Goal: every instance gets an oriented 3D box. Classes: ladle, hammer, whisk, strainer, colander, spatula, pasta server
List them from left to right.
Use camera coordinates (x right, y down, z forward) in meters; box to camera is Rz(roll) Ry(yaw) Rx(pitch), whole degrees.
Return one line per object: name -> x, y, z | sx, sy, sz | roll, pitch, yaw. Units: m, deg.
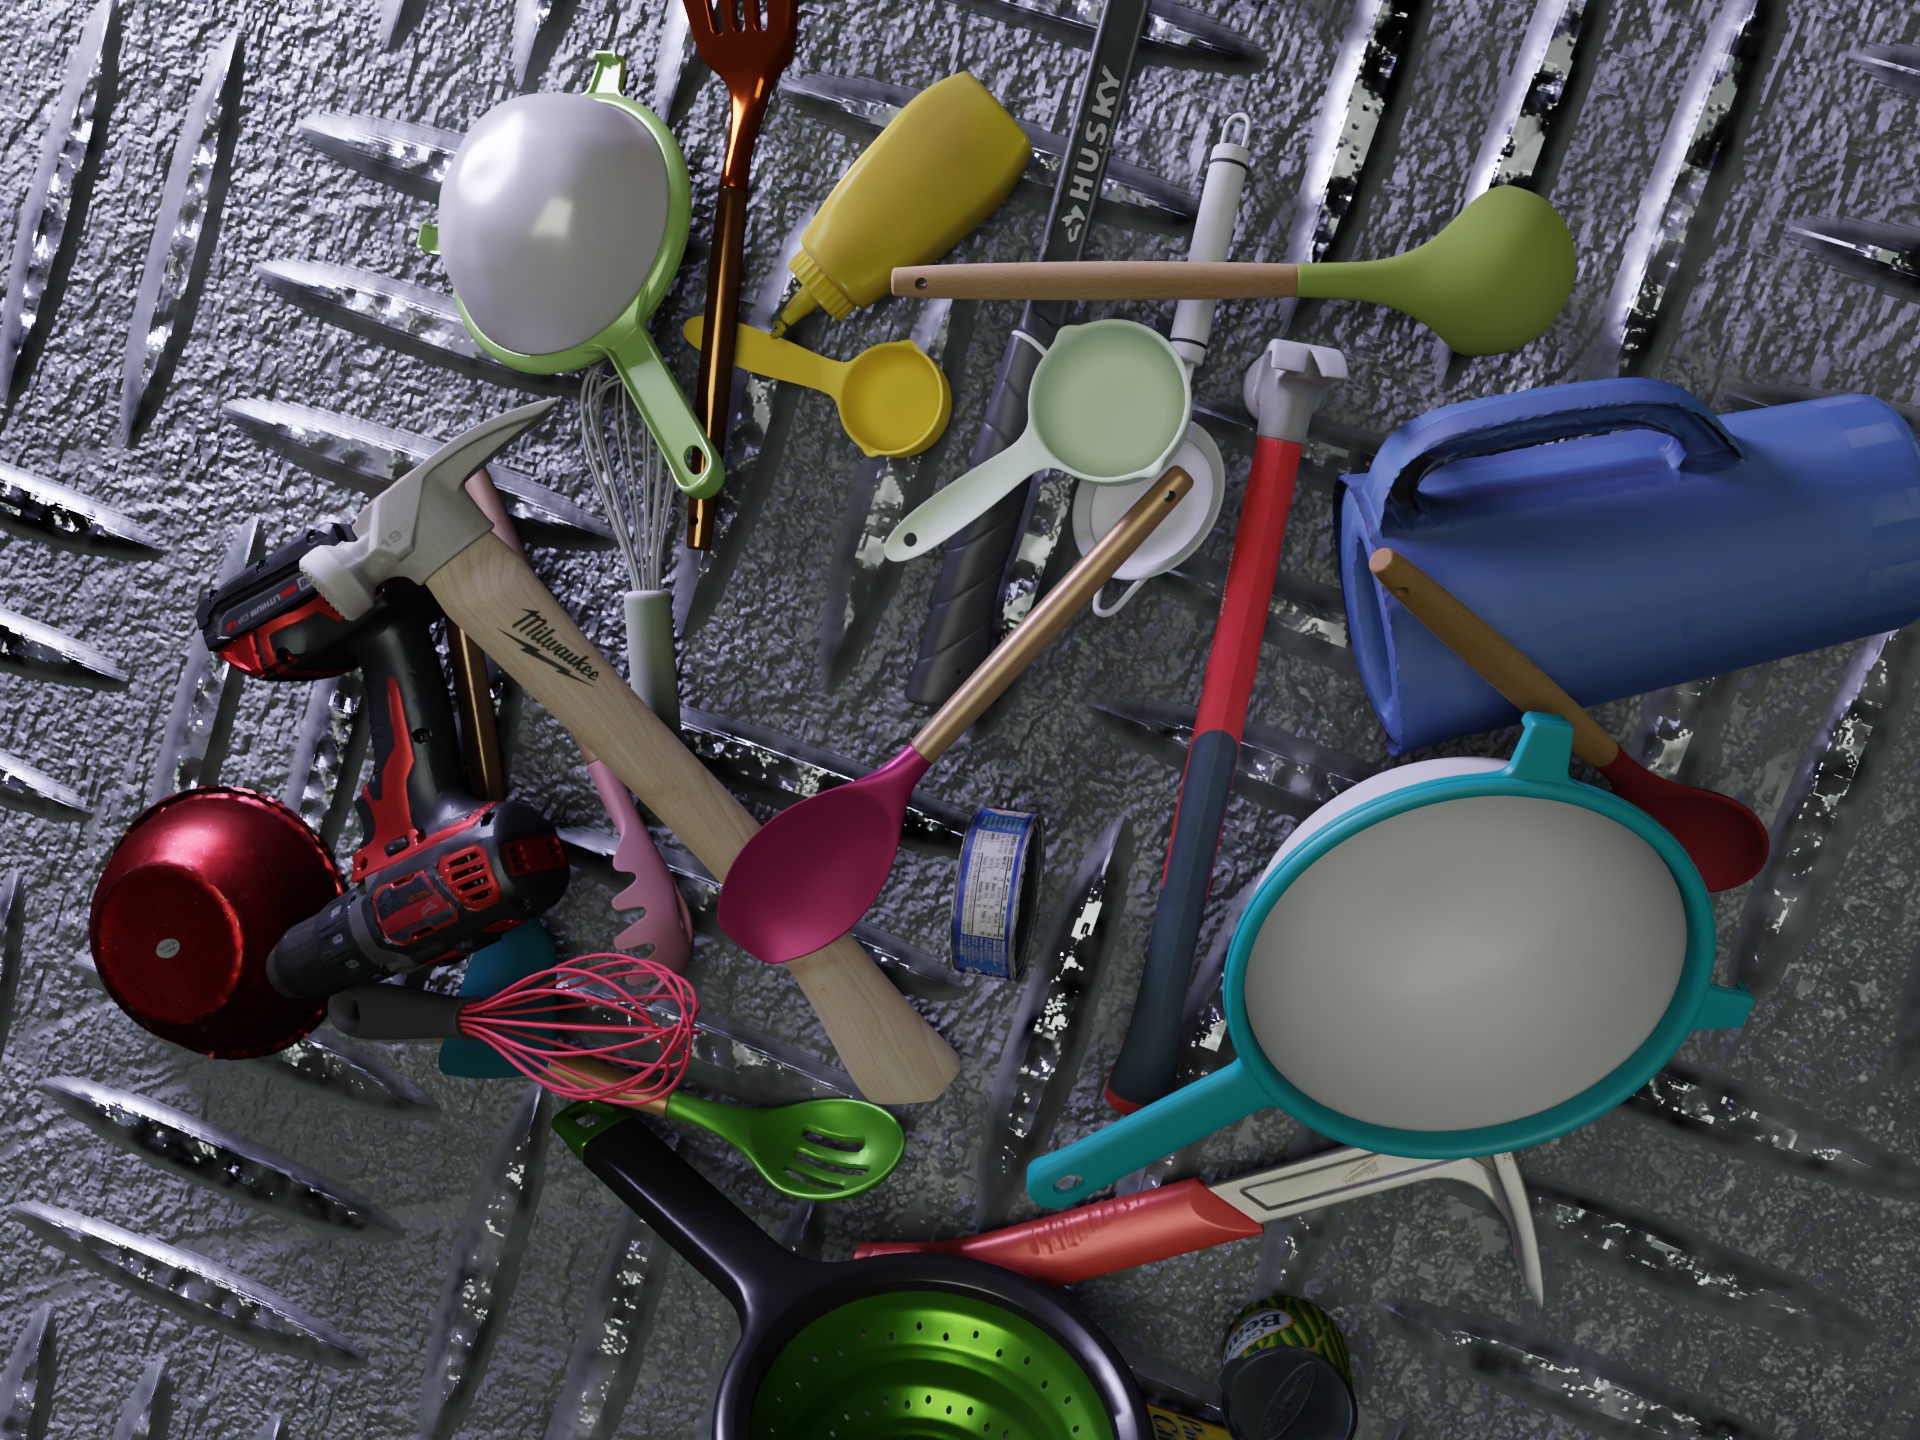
spatula -> -0.264, 0.033, 0.866 | 0.082, 0.044, 0.317 | -7, 92, 28
whisk -> -0.236, 0.152, 0.809 | 0.296, 0.073, 0.073 | -5, 95, 38
pasta server -> -0.212, 0.000, 0.857 | 0.040, 0.060, 0.316 | -24, 87, -1
strainer -> -0.190, -0.214, 0.778 | 0.151, 0.069, 0.257 | -37, 67, 15
whisk -> -0.168, -0.075, 0.844 | 0.059, 0.057, 0.246 | 4, 100, 44
hammer -> -0.134, 0.032, 0.809 | 0.146, 0.038, 0.410 | -43, 101, -16
spatula -> -0.124, -0.249, 0.813 | 0.081, 0.041, 0.322 | 7, 92, 22
colander -> -0.076, 0.326, 0.792 | 0.397, 0.204, 0.094 | 29, 125, 33
hammer -> 0.038, -0.201, 0.779 | 0.149, 0.036, 0.409 | 10, 103, -23
hammer -> 0.107, 0.270, 0.825 | 0.359, 0.036, 0.149 | -19, 86, 11
strainer -> 0.112, -0.173, 0.788 | 0.087, 0.050, 0.258 | 14, 92, 40
hammer -> 0.123, 0.015, 0.761 | 0.038, 0.143, 0.386 | 11, 101, 4
ladle -> 0.128, -0.208, 0.746 | 0.320, 0.062, 0.078 | 0, 116, 1
strainer -> 0.171, 0.126, 0.751 | 0.340, 0.095, 0.210 | -33, 114, 20
ladle -> 0.265, 0.005, 0.690 | 0.069, 0.315, 0.031 | -22, 50, 39

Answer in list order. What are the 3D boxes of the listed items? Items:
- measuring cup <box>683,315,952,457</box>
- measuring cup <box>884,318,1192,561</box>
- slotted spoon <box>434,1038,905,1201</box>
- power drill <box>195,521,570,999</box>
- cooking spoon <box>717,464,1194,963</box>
measuring cup -> -0.075, -0.181, 0.831 | 0.156, 0.029, 0.062 | 23, 97, 19
measuring cup -> 0.036, -0.125, 0.765 | 0.167, 0.038, 0.083 | -33, 83, 13
slotted spoon -> -0.180, 0.200, 0.868 | 0.314, 0.070, 0.031 | 14, 126, 13
power drill -> -0.319, 0.029, 0.840 | 0.188, 0.080, 0.227 | -25, 84, 22
cooking spoon -> -0.001, -0.002, 0.774 | 0.068, 0.017, 0.319 | 42, 98, -13
